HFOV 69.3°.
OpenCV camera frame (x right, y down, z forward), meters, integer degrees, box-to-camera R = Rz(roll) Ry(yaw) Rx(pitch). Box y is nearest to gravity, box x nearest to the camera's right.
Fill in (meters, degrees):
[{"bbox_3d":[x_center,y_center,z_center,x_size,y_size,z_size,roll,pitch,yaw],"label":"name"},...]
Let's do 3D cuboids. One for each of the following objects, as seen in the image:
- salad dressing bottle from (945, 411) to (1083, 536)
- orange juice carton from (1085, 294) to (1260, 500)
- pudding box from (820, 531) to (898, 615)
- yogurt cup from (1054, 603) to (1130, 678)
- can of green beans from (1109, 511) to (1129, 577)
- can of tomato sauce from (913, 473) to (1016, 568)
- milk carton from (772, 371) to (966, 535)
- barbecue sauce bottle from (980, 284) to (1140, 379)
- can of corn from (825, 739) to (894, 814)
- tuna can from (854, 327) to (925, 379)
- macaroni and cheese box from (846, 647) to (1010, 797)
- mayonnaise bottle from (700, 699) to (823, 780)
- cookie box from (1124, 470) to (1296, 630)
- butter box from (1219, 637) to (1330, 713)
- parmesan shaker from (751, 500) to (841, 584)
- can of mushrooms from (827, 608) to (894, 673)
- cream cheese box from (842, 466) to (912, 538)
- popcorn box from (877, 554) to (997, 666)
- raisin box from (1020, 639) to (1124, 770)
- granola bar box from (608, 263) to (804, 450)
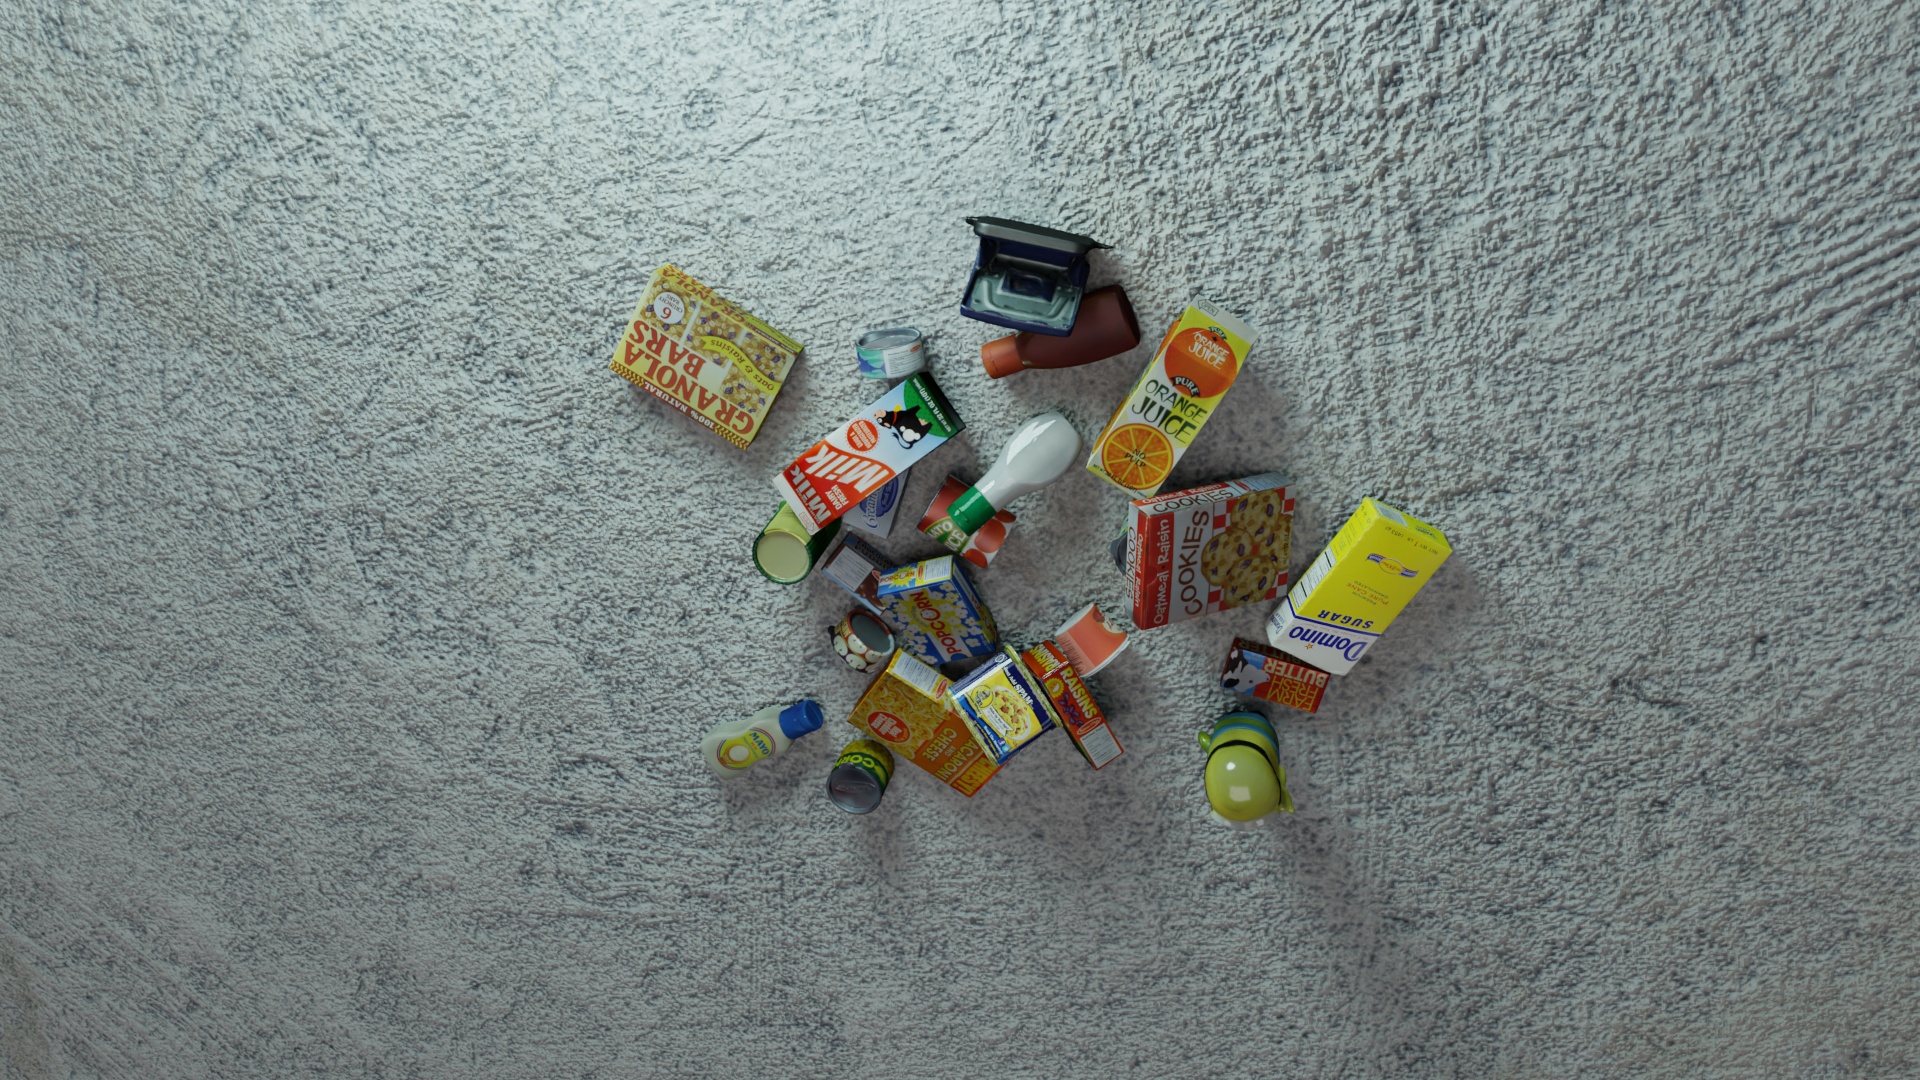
[{"bbox_3d":[0.052,-0.064,1.369,0.147,0.044,0.064,-40,88,0],"label":"salad dressing bottle"},{"bbox_3d":[0.201,-0.137,1.316,0.072,0.073,0.191,31,118,-2],"label":"orange juice carton"},{"bbox_3d":[-0.102,0.036,1.496,0.083,0.030,0.049,37,117,-6],"label":"pudding box"},{"bbox_3d":[0.135,0.103,1.452,0.072,0.073,0.054,-39,93,26],"label":"yogurt cup"},{"bbox_3d":[0.190,0.003,1.393,0.071,0.058,0.071,5,116,11],"label":"can of green beans"},{"bbox_3d":[0.005,-0.018,1.422,0.083,0.071,0.071,31,118,-3],"label":"can of tomato sauce"},{"bbox_3d":[-0.094,-0.085,1.382,0.190,0.073,0.072,-34,93,11],"label":"milk carton"},{"bbox_3d":[0.093,-0.193,1.332,0.148,0.044,0.064,-16,111,21],"label":"barbecue sauce bottle"},{"bbox_3d":[-0.115,0.268,1.593,0.071,0.058,0.070,5,116,11],"label":"can of corn"},{"bbox_3d":[-0.070,-0.184,1.364,0.071,0.071,0.032,-2,115,14],"label":"tuna can"},{"bbox_3d":[-0.027,0.203,1.531,0.166,0.040,0.123,33,137,-5],"label":"macaroni and cheese box"},{"bbox_3d":[-0.228,0.226,1.610,0.148,0.041,0.064,-26,105,24],"label":"mayonnaise bottle"},{"bbox_3d":[0.241,0.009,1.343,0.168,0.040,0.122,-12,118,-21],"label":"cookie box"},{"bbox_3d":[0.327,0.141,1.445,0.103,0.024,0.052,15,118,7],"label":"butter box"},{"bbox_3d":[-0.173,-0.005,1.451,0.071,0.103,0.071,6,116,11],"label":"parmesan shaker"},{"bbox_3d":[-0.108,0.108,1.510,0.071,0.071,0.033,40,117,-7],"label":"can of mushrooms"},{"bbox_3d":[-0.084,-0.057,1.450,0.053,0.024,0.103,21,118,5],"label":"cream cheese box"},{"bbox_3d":[-0.023,0.075,1.466,0.085,0.038,0.126,-14,133,19],"label":"popcorn box"},{"bbox_3d":[0.117,0.173,1.474,0.040,0.086,0.123,-32,106,-4],"label":"raisin box"},{"bbox_3d":[-0.260,-0.187,1.422,0.165,0.039,0.123,32,117,-3],"label":"granola bar box"}]
